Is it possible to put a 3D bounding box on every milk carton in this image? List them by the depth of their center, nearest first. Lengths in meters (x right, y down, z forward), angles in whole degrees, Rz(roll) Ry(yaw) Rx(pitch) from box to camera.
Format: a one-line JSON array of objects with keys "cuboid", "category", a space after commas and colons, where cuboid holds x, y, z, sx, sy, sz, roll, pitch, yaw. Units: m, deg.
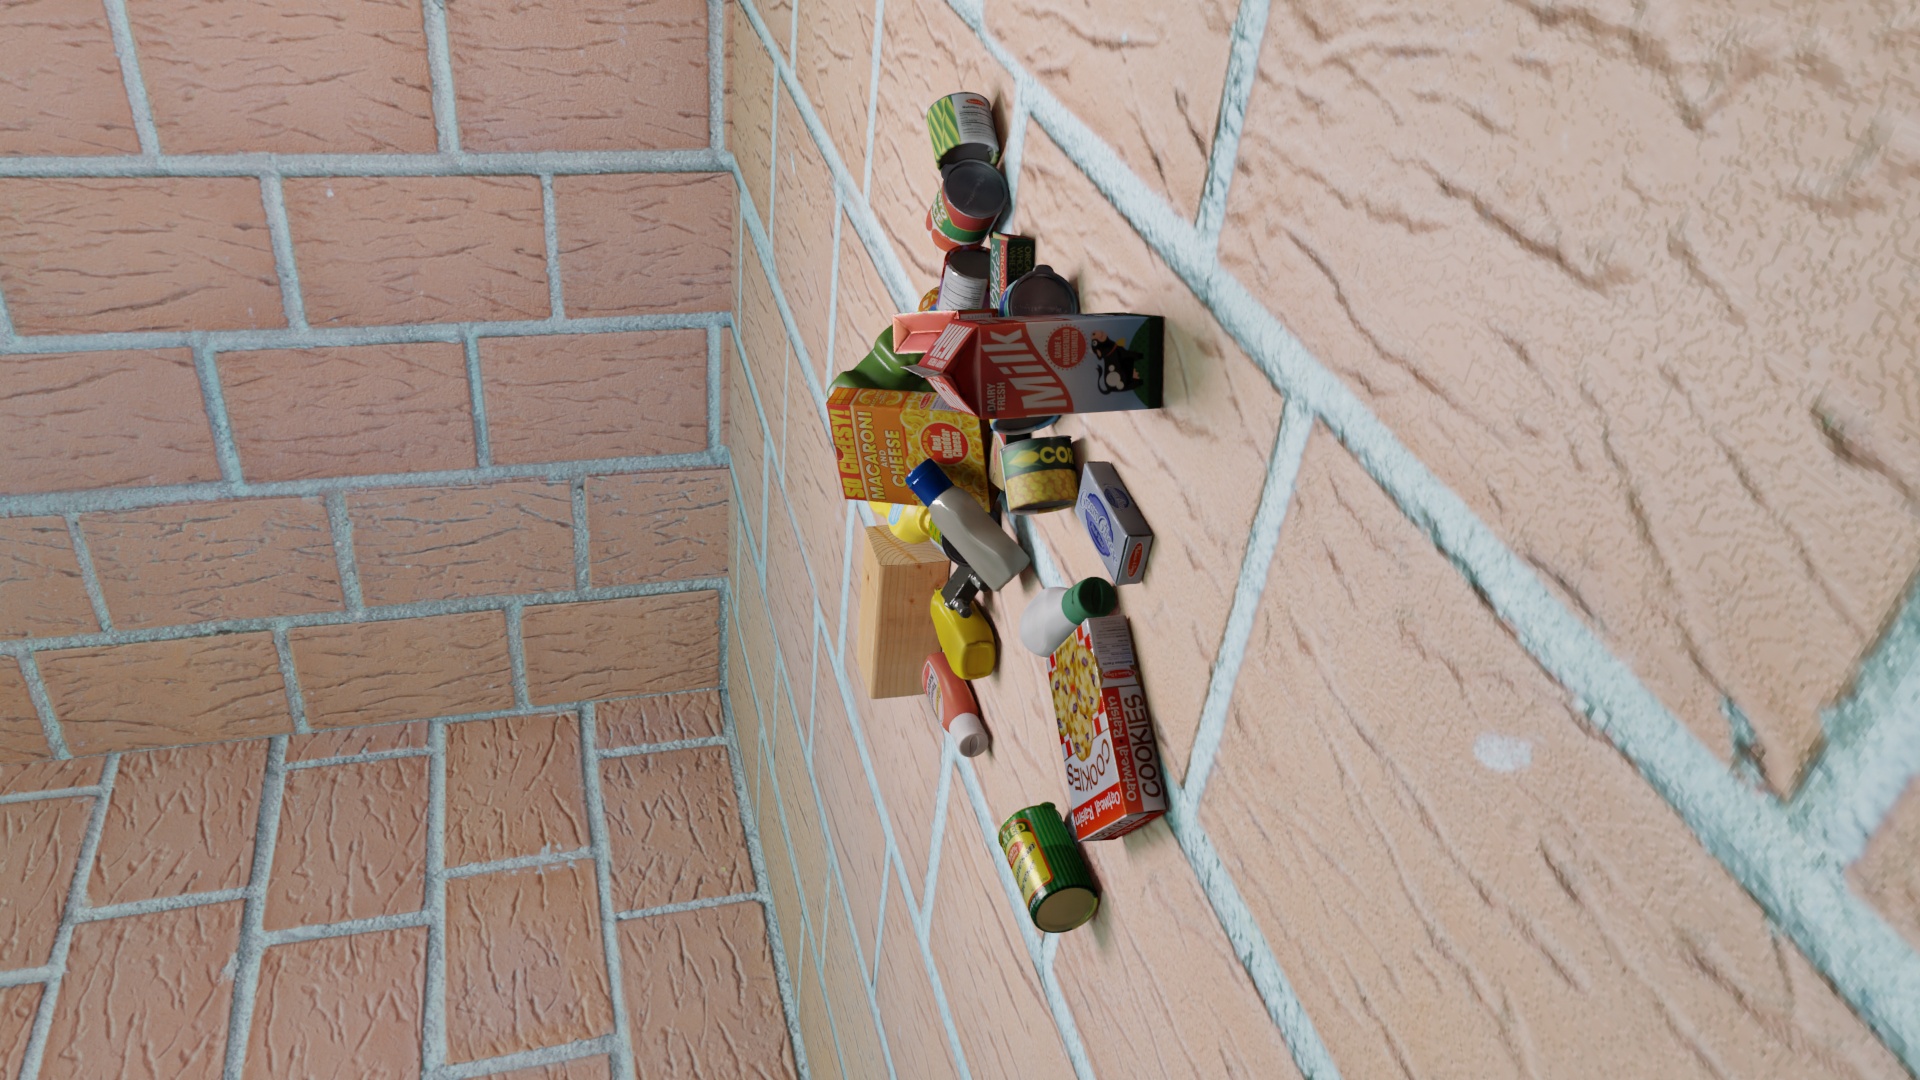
[{"cuboid": [0.054, -0.135, 1.065, 0.072, 0.191, 0.073, -146, 53, -69], "category": "milk carton"}]

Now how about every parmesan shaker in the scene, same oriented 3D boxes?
[{"cuboid": [0.083, 0.307, 1.309, 0.103, 0.071, 0.071, -117, 28, -52], "category": "parmesan shaker"}]

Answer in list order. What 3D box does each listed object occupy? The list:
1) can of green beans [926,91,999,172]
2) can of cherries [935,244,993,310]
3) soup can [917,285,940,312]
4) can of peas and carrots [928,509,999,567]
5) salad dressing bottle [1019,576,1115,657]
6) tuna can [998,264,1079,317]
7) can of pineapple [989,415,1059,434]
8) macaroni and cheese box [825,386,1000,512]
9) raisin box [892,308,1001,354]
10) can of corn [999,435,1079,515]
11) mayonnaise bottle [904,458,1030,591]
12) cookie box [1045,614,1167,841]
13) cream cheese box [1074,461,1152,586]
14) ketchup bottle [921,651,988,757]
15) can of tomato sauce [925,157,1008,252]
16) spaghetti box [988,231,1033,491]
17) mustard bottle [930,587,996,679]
[{"cuboid": [0.003, -0.405, 1.392, 0.071, 0.071, 0.058, 125, 137, -65], "category": "can of green beans"}, {"cuboid": [0.013, -0.258, 1.402, 0.058, 0.071, 0.072, 102, 157, -43], "category": "can of cherries"}, {"cuboid": [-0.003, -0.226, 1.465, 0.084, 0.071, 0.071, -115, 26, -52], "category": "soup can"}, {"cuboid": [0.005, -0.012, 1.494, 0.059, 0.071, 0.070, -144, 51, -69], "category": "can of peas and carrots"}, {"cuboid": [0.095, 0.066, 1.244, 0.147, 0.044, 0.064, 137, 138, -68], "category": "salad dressing bottle"}, {"cuboid": [0.068, -0.205, 1.223, 0.033, 0.071, 0.071, 174, 92, -74], "category": "tuna can"}, {"cuboid": [0.056, -0.137, 1.283, 0.070, 0.071, 0.058, 126, 137, -66], "category": "can of pineapple"}, {"cuboid": [-0.049, -0.095, 1.443, 0.040, 0.166, 0.123, -65, -26, -49], "category": "macaroni and cheese box"}, {"cuboid": [0.012, -0.192, 1.269, 0.086, 0.124, 0.040, 4, 102, 43], "category": "raisin box"}, {"cuboid": [0.073, -0.058, 1.248, 0.071, 0.071, 0.058, 144, 120, -71], "category": "can of corn"}, {"cuboid": [0.005, -0.018, 1.404, 0.148, 0.041, 0.064, 49, 153, 3], "category": "mayonnaise bottle"}, {"cuboid": [0.122, 0.163, 1.184, 0.122, 0.040, 0.168, 122, 142, -64], "category": "cookie box"}, {"cuboid": [0.125, -0.015, 1.151, 0.104, 0.024, 0.053, -113, 25, -48], "category": "cream cheese box"}, {"cuboid": [-0.006, 0.194, 1.621, 0.149, 0.043, 0.064, -121, 31, -56], "category": "ketchup bottle"}, {"cuboid": [0.004, -0.336, 1.401, 0.083, 0.071, 0.071, 132, 132, -68], "category": "can of tomato sauce"}, {"cuboid": [0.049, -0.175, 1.362, 0.050, 0.029, 0.249, -137, 45, -67], "category": "spaghetti box"}, {"cuboid": [-0.002, 0.093, 1.573, 0.161, 0.049, 0.065, -119, 29, -56], "category": "mustard bottle"}]
